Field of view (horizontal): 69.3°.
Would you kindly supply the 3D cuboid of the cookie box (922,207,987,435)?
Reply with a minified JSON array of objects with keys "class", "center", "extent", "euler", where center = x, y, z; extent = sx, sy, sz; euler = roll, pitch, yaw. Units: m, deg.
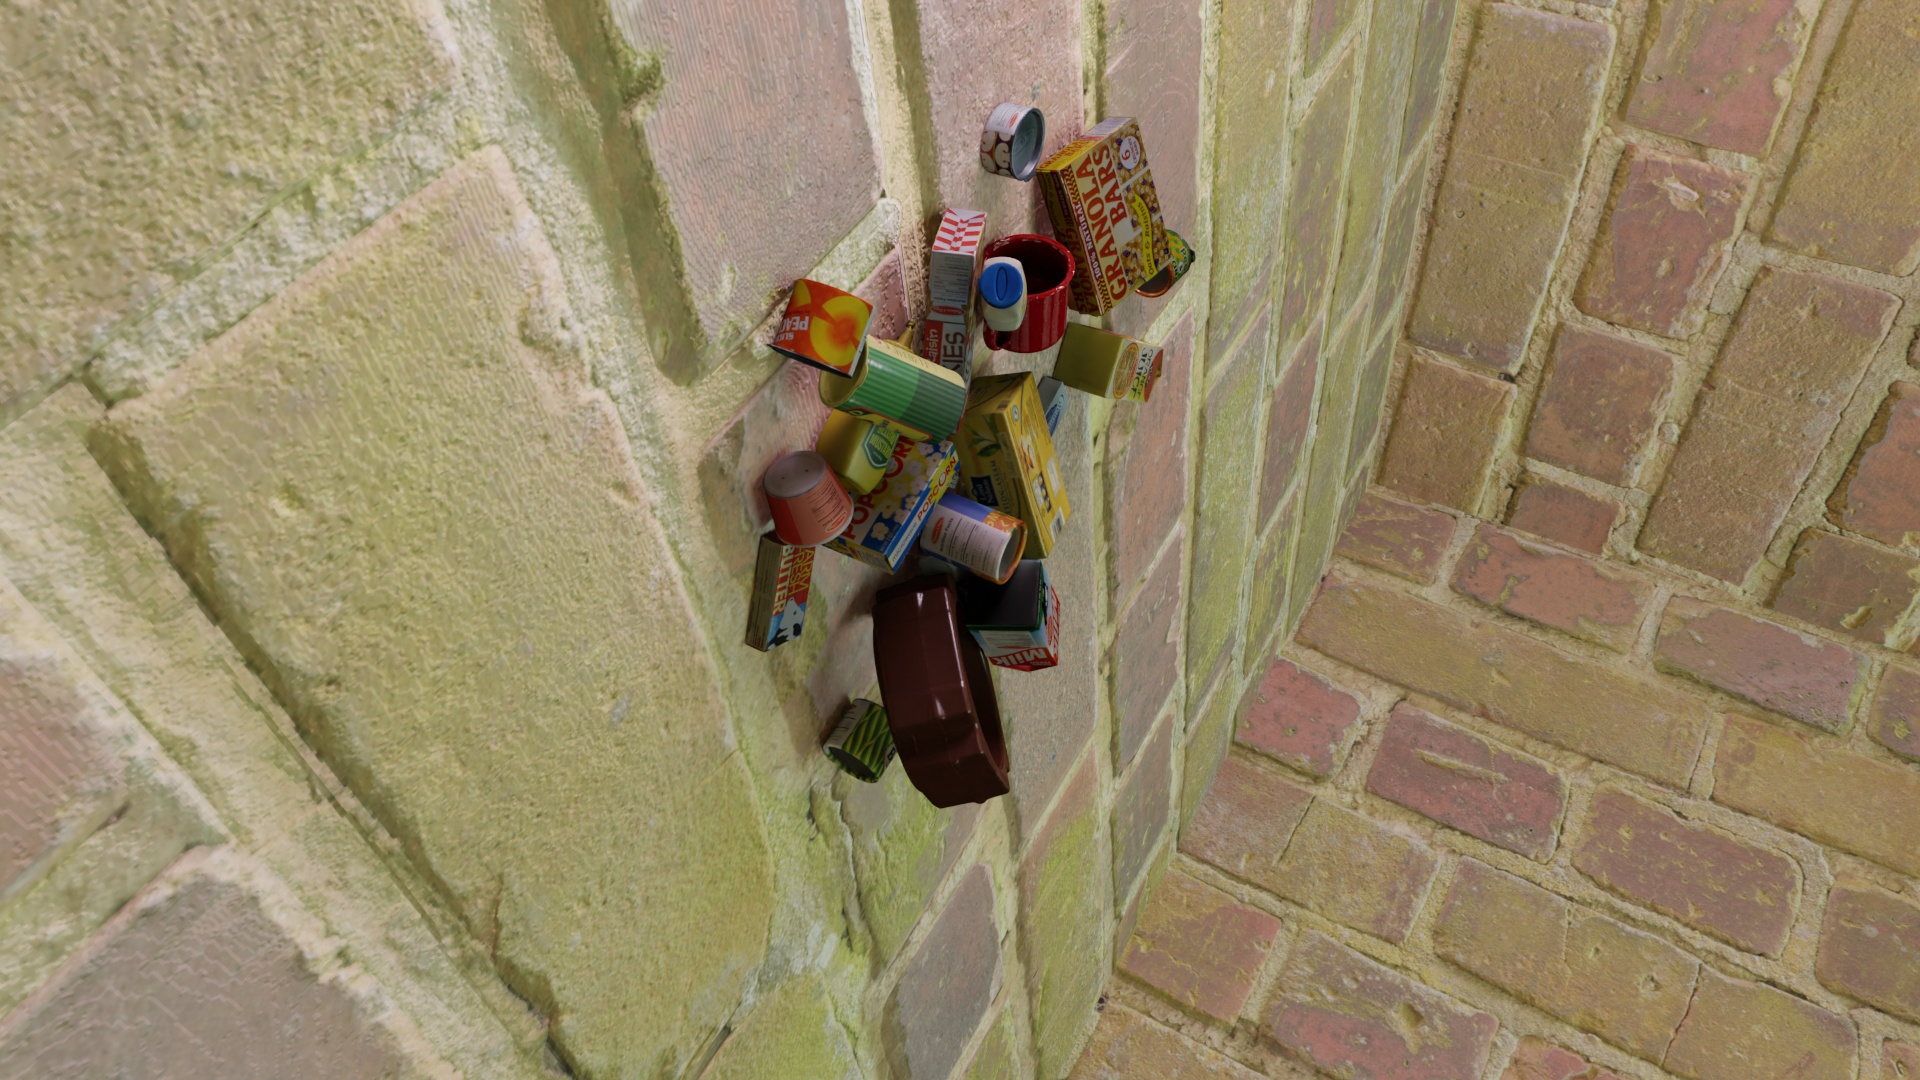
[{"class":"cookie box","center":[-0.007,-0.194,1.229],"extent":[0.123,0.040,0.166],"euler":[-79,176,-60]}]

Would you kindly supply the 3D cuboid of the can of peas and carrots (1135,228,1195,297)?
[{"class":"can of peas and carrots","center":[0.239,-0.333,1.674],"extent":[0.059,0.071,0.070],"euler":[-46,148,-41]}]

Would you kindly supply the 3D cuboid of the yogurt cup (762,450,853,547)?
[{"class":"yogurt cup","center":[-0.126,-0.036,1.127],"extent":[0.073,0.072,0.053],"euler":[-55,145,-30]}]

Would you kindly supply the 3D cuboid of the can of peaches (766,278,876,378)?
[{"class":"can of peaches","center":[-0.106,-0.163,1.064],"extent":[0.071,0.071,0.058],"euler":[20,91,-67]}]

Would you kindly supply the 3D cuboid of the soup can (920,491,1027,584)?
[{"class":"soup can","center":[0.015,-0.003,1.341],"extent":[0.072,0.084,0.071],"euler":[-53,157,-35]}]

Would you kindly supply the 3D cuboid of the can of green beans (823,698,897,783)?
[{"class":"can of green beans","center":[-0.095,0.200,1.385],"extent":[0.058,0.071,0.071],"euler":[-56,154,-28]}]

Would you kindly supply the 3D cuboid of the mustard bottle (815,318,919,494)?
[{"class":"mustard bottle","center":[-0.071,-0.121,1.193],"extent":[0.160,0.049,0.065],"euler":[-67,151,-10]}]

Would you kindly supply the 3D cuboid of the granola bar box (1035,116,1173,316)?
[{"class":"granola bar box","center":[0.151,-0.333,1.429],"extent":[0.125,0.039,0.164],"euler":[-41,126,-28]}]

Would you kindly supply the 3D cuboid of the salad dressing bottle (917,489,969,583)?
[{"class":"salad dressing bottle","center":[0.005,-0.018,1.439],"extent":[0.043,0.064,0.148],"euler":[101,14,-47]}]

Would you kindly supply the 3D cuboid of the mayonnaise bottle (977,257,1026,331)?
[{"class":"mayonnaise bottle","center":[0.037,-0.217,1.212],"extent":[0.148,0.041,0.064],"euler":[-65,157,-83]}]

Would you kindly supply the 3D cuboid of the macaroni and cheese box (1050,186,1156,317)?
[{"class":"macaroni and cheese box","center":[0.152,-0.346,1.512],"extent":[0.166,0.040,0.123],"euler":[-65,156,-9]}]

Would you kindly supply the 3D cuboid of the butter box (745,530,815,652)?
[{"class":"butter box","center":[-0.152,0.040,1.181],"extent":[0.053,0.024,0.103],"euler":[-25,131,-58]}]

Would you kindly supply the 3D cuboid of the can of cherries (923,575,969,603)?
[{"class":"can of cherries","center":[0.003,0.029,1.469],"extent":[0.072,0.058,0.071],"euler":[-47,149,-41]}]

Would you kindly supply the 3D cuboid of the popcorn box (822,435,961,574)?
[{"class":"popcorn box","center":[-0.067,-0.041,1.222],"extent":[0.127,0.085,0.038],"euler":[-59,154,-22]}]

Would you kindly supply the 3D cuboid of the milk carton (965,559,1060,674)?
[{"class":"milk carton","center":[0.060,0.083,1.442],"extent":[0.190,0.073,0.072],"euler":[60,31,-66]}]

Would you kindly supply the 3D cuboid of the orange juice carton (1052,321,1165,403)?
[{"class":"orange juice carton","center":[0.184,-0.209,1.654],"extent":[0.193,0.072,0.073],"euler":[-7,116,-64]}]

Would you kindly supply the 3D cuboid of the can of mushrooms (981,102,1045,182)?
[{"class":"can of mushrooms","center":[0.049,-0.365,1.277],"extent":[0.071,0.033,0.070],"euler":[-48,148,-42]}]

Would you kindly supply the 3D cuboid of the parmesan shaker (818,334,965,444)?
[{"class":"parmesan shaker","center":[-0.053,-0.122,1.126],"extent":[0.103,0.071,0.071],"euler":[19,91,-36]}]

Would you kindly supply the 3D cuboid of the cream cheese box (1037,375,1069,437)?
[{"class":"cream cheese box","center":[0.088,-0.129,1.569],"extent":[0.104,0.024,0.053],"euler":[-62,157,-16]}]
